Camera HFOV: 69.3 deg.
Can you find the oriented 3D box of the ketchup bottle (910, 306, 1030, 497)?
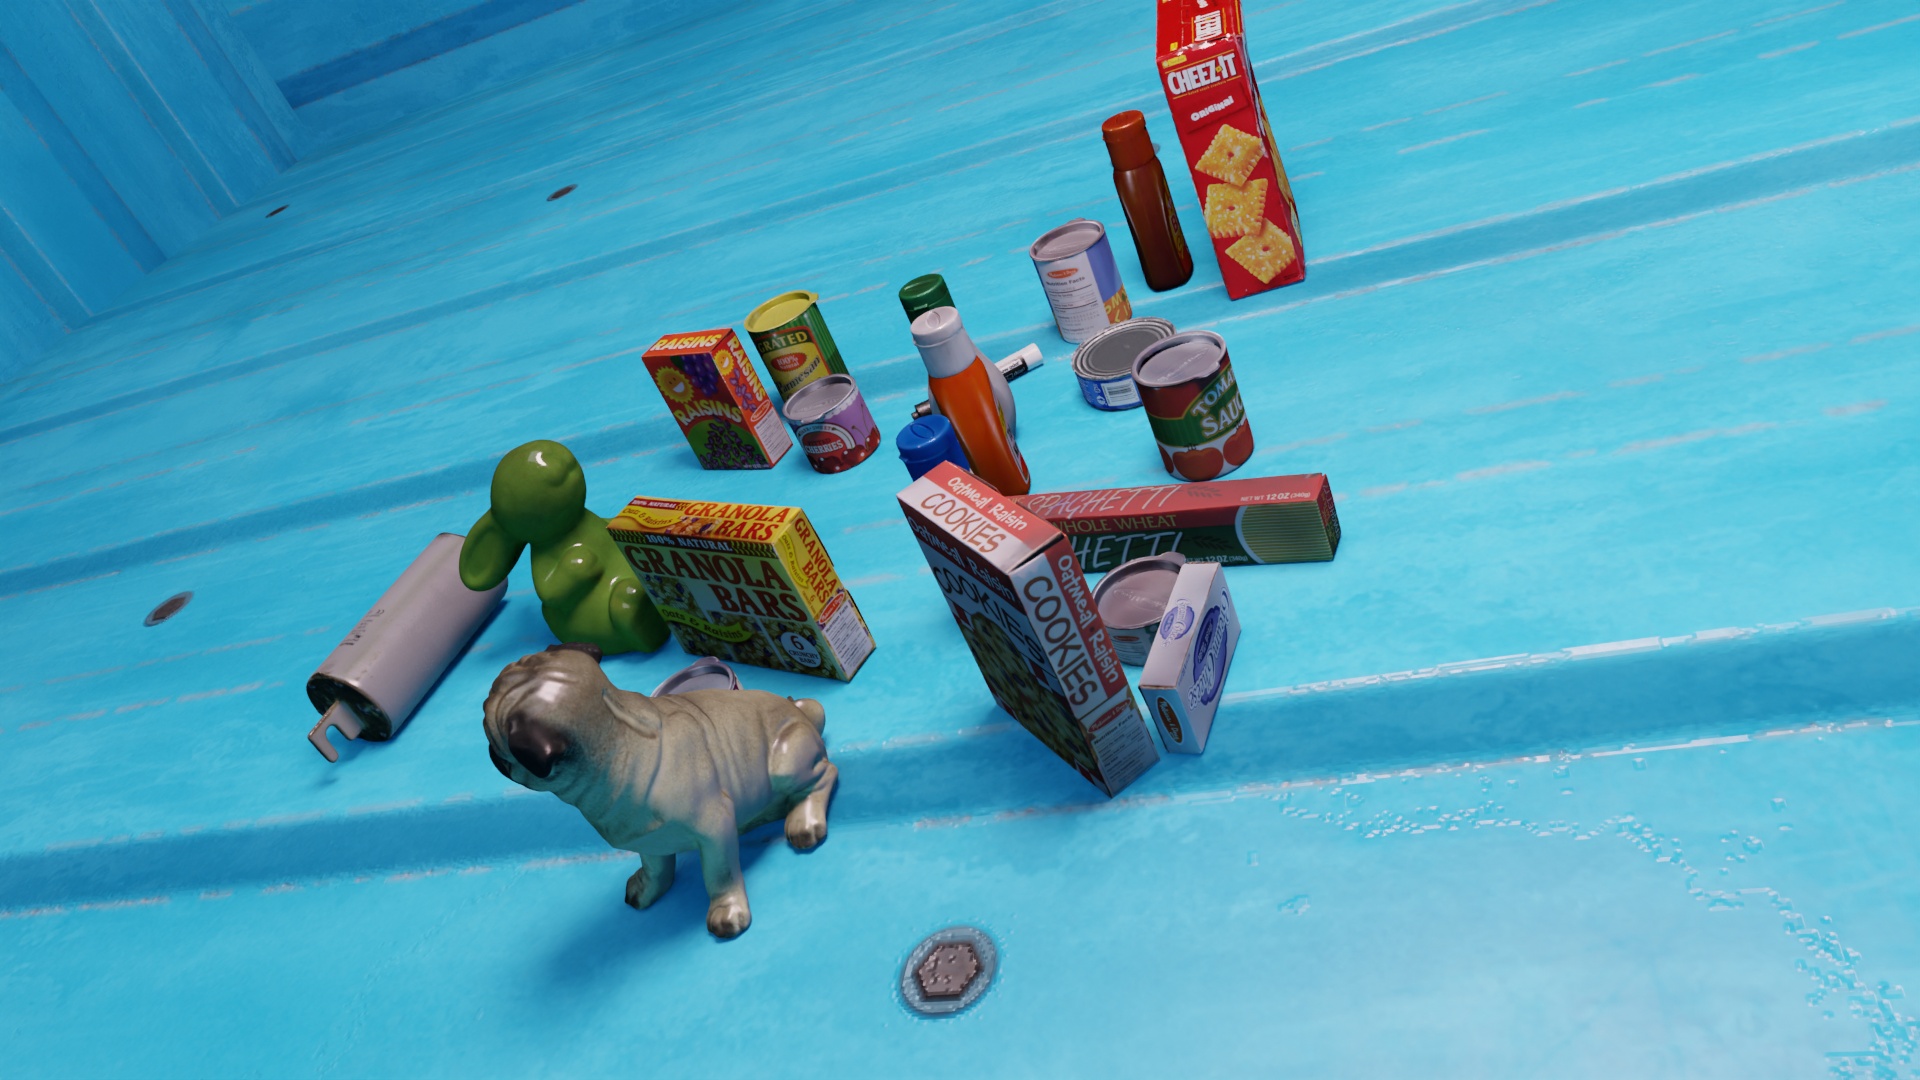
[{"bbox_3d":[0.007,-0.097,1.007,0.043,0.148,0.065,-23,32,4],"label":"ketchup bottle"}]

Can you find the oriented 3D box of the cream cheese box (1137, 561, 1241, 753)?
[{"bbox_3d":[0.131,0.065,0.784,0.024,0.053,0.104,-4,38,30],"label":"cream cheese box"}]

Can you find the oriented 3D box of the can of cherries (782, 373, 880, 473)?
[{"bbox_3d":[-0.108,-0.096,1.164,0.071,0.058,0.072,-17,33,12],"label":"can of cherries"}]

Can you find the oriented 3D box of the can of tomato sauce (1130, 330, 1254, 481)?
[{"bbox_3d":[0.163,-0.092,0.959,0.071,0.082,0.071,-17,33,12],"label":"can of tomato sauce"}]

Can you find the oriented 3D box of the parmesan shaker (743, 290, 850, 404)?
[{"bbox_3d":[-0.138,-0.163,1.237,0.071,0.102,0.072,-17,33,12],"label":"parmesan shaker"}]

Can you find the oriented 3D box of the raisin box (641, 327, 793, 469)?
[{"bbox_3d":[-0.210,-0.121,1.207,0.086,0.123,0.040,2,41,35],"label":"raisin box"}]

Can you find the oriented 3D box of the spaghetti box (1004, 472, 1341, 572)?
[{"bbox_3d":[0.116,-0.008,0.900,0.250,0.050,0.029,-4,38,29],"label":"spaghetti box"}]

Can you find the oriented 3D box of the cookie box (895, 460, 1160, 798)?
[{"bbox_3d":[0.037,0.047,0.765,0.040,0.166,0.123,-35,34,-15],"label":"cookie box"}]

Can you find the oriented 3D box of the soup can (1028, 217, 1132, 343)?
[{"bbox_3d":[0.104,-0.221,1.180,0.071,0.083,0.072,-17,33,12],"label":"soup can"}]

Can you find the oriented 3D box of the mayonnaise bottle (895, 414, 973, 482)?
[{"bbox_3d":[0.003,-0.011,0.888,0.041,0.147,0.065,-34,34,-14],"label":"mayonnaise bottle"}]

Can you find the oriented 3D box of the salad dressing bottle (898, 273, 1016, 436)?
[{"bbox_3d":[-0.003,-0.133,1.066,0.064,0.147,0.044,-12,35,19],"label":"salad dressing bottle"}]

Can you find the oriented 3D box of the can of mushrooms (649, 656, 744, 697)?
[{"bbox_3d":[-0.174,0.113,0.932,0.071,0.033,0.071,-17,33,12],"label":"can of mushrooms"}]

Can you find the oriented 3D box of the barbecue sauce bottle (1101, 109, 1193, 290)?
[{"bbox_3d":[0.158,-0.290,1.183,0.043,0.148,0.065,-14,34,17],"label":"barbecue sauce bottle"}]

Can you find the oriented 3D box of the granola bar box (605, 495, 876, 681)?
[{"bbox_3d":[-0.150,0.031,0.951,0.165,0.123,0.039,5,43,38],"label":"granola bar box"}]

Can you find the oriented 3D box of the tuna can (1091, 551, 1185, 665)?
[{"bbox_3d":[0.116,0.041,0.847,0.071,0.032,0.071,-17,33,12],"label":"tuna can"}]
